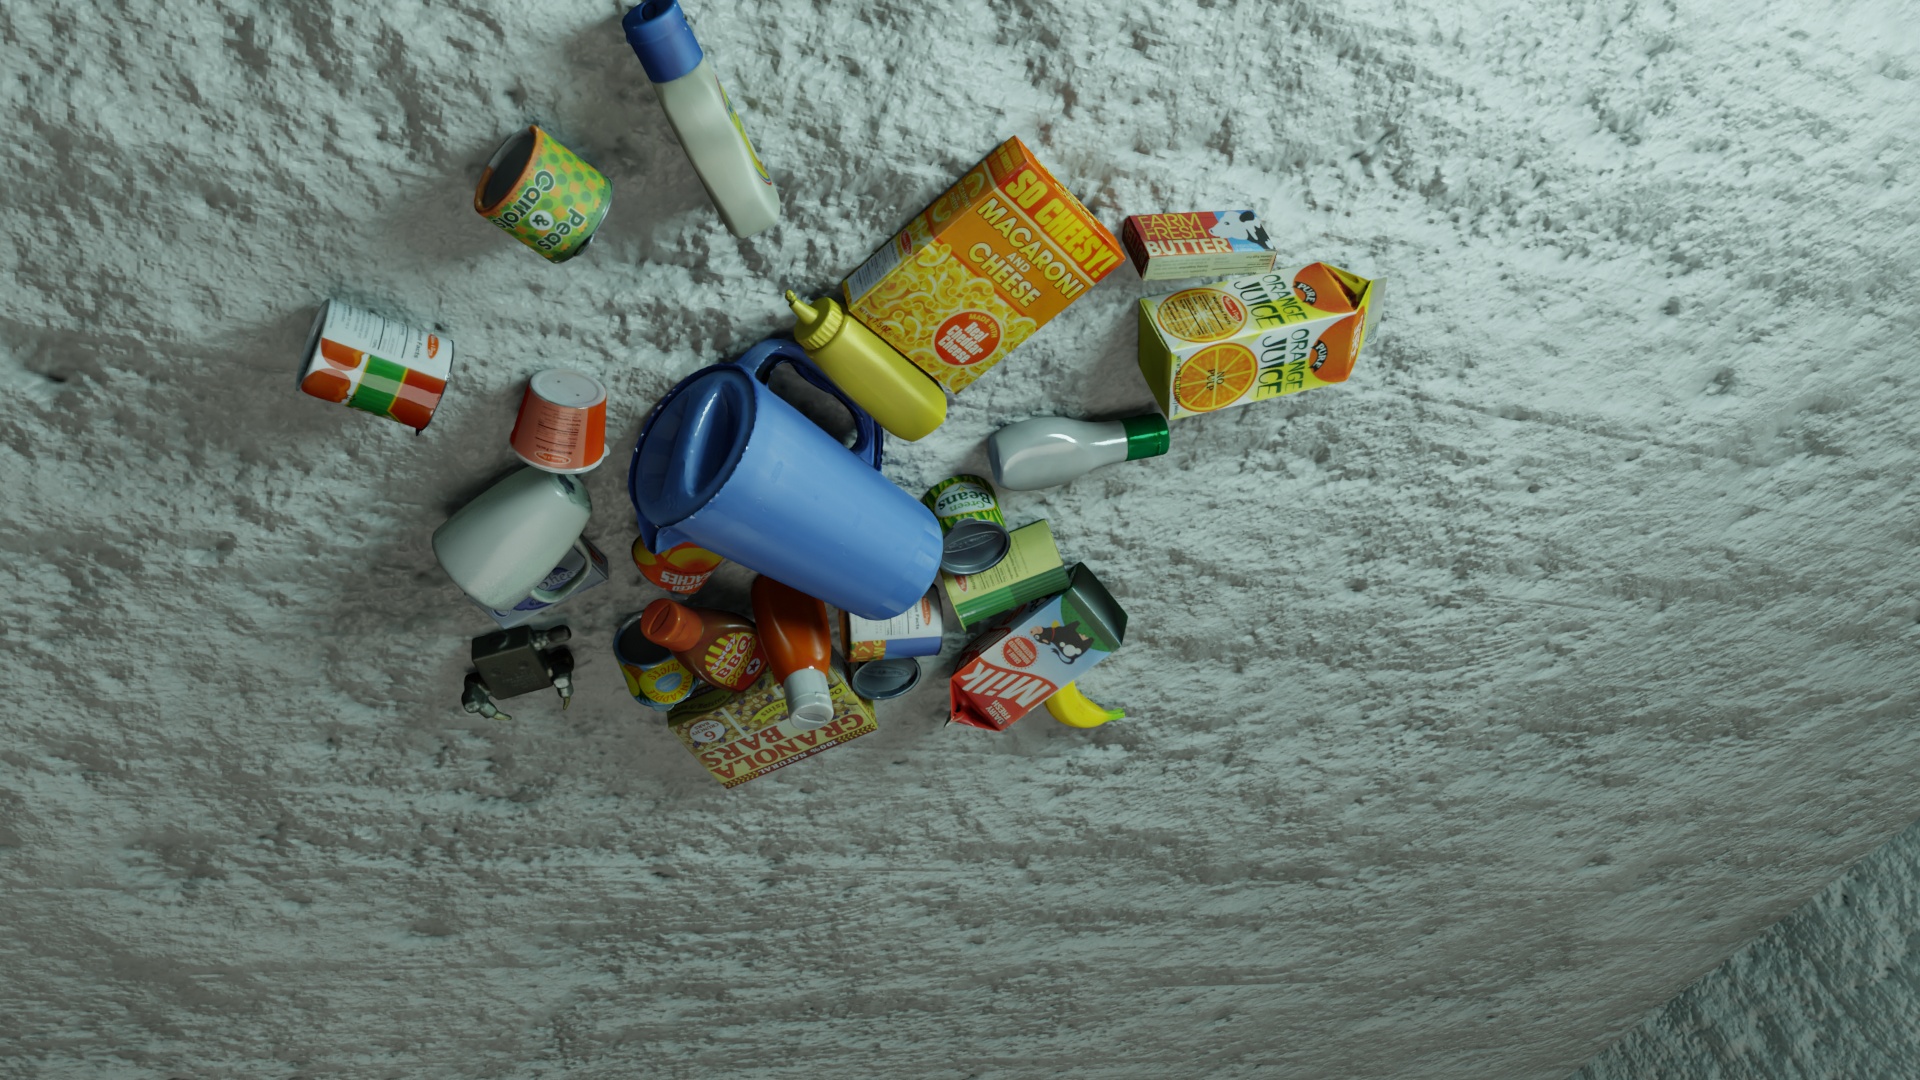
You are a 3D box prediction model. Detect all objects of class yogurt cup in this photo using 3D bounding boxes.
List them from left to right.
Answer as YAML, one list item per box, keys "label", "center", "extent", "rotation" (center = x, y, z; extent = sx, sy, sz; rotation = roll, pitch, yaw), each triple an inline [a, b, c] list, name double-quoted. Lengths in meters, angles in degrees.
- label: "yogurt cup"
  center: [-0.288, -0.088, 1.006]
  extent: [0.072, 0.073, 0.053]
  rotation: [5, 125, -23]

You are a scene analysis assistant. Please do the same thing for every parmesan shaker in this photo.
- label: "parmesan shaker"
  center: [0.040, 0.031, 1.232]
  extent: [0.103, 0.071, 0.071]
  rotation: [-21, 137, 3]

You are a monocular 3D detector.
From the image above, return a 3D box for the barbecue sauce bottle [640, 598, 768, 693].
- label: "barbecue sauce bottle"
  center: [-0.213, 0.084, 1.165]
  extent: [0.065, 0.044, 0.148]
  rotation: [-56, 153, -4]

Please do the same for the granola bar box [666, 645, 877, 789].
- label: "granola bar box"
  center: [-0.178, 0.167, 1.325]
  extent: [0.165, 0.039, 0.123]
  rotation: [-22, 138, 6]

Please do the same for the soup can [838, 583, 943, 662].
- label: "soup can"
  center: [-0.064, 0.075, 1.249]
  extent: [0.084, 0.072, 0.071]
  rotation: [-3, 136, -14]

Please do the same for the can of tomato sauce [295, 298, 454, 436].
- label: "can of tomato sauce"
  center: [-0.395, -0.117, 0.937]
  extent: [0.083, 0.071, 0.071]
  rotation: [19, 126, -32]

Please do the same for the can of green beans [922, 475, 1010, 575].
- label: "can of green beans"
  center: [0.004, -0.013, 1.184]
  extent: [0.071, 0.058, 0.071]
  rotation: [-9, 137, -9]

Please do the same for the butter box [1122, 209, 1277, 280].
- label: "butter box"
  center: [0.177, -0.219, 1.030]
  extent: [0.104, 0.053, 0.024]
  rotation: [-6, 139, -12]

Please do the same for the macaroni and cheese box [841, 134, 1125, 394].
- label: "macaroni and cheese box"
  center: [0.017, -0.197, 1.010]
  extent: [0.166, 0.040, 0.123]
  rotation: [-37, 134, 21]

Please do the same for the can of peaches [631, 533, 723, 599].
- label: "can of peaches"
  center: [-0.220, 0.003, 1.116]
  extent: [0.071, 0.071, 0.057]
  rotation: [21, 124, -34]

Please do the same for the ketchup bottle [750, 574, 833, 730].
- label: "ketchup bottle"
  center: [-0.138, 0.092, 1.179]
  extent: [0.065, 0.149, 0.043]
  rotation: [18, 126, -32]

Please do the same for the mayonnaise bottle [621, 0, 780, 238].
- label: "mayonnaise bottle"
  center: [-0.160, -0.264, 0.867]
  extent: [0.041, 0.065, 0.147]
  rotation: [-24, 134, 2]

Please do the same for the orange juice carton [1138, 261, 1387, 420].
- label: "orange juice carton"
  center: [0.243, -0.162, 1.096]
  extent: [0.193, 0.073, 0.071]
  rotation: [-13, 137, -6]

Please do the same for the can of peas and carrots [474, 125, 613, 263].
- label: "can of peas and carrots"
  center: [-0.262, -0.216, 0.874]
  extent: [0.070, 0.071, 0.058]
  rotation: [-38, 133, 21]

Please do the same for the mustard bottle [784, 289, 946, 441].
- label: "mustard bottle"
  center: [-0.076, -0.136, 1.028]
  extent: [0.048, 0.065, 0.160]
  rotation: [-35, 130, 22]

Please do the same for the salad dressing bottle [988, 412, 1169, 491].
- label: "salad dressing bottle"
  center: [0.099, -0.078, 1.160]
  extent: [0.148, 0.044, 0.064]
  rotation: [-9, 135, -10]

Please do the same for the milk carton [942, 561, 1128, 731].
- label: "milk carton"
  center: [0.059, 0.111, 1.302]
  extent: [0.190, 0.072, 0.073]
  rotation: [-38, 98, 22]

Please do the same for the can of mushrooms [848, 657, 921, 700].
- label: "can of mushrooms"
  center: [-0.071, 0.116, 1.313]
  extent: [0.071, 0.033, 0.070]
  rotation: [-9, 137, -8]

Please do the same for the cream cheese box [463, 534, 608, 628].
- label: "cream cheese box"
  center: [-0.347, 0.031, 1.139]
  extent: [0.104, 0.024, 0.053]
  rotation: [-25, 137, 8]

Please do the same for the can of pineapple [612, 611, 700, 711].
- label: "can of pineapple"
  center: [-0.263, 0.103, 1.208]
  extent: [0.071, 0.071, 0.057]
  rotation: [-12, 137, -6]
